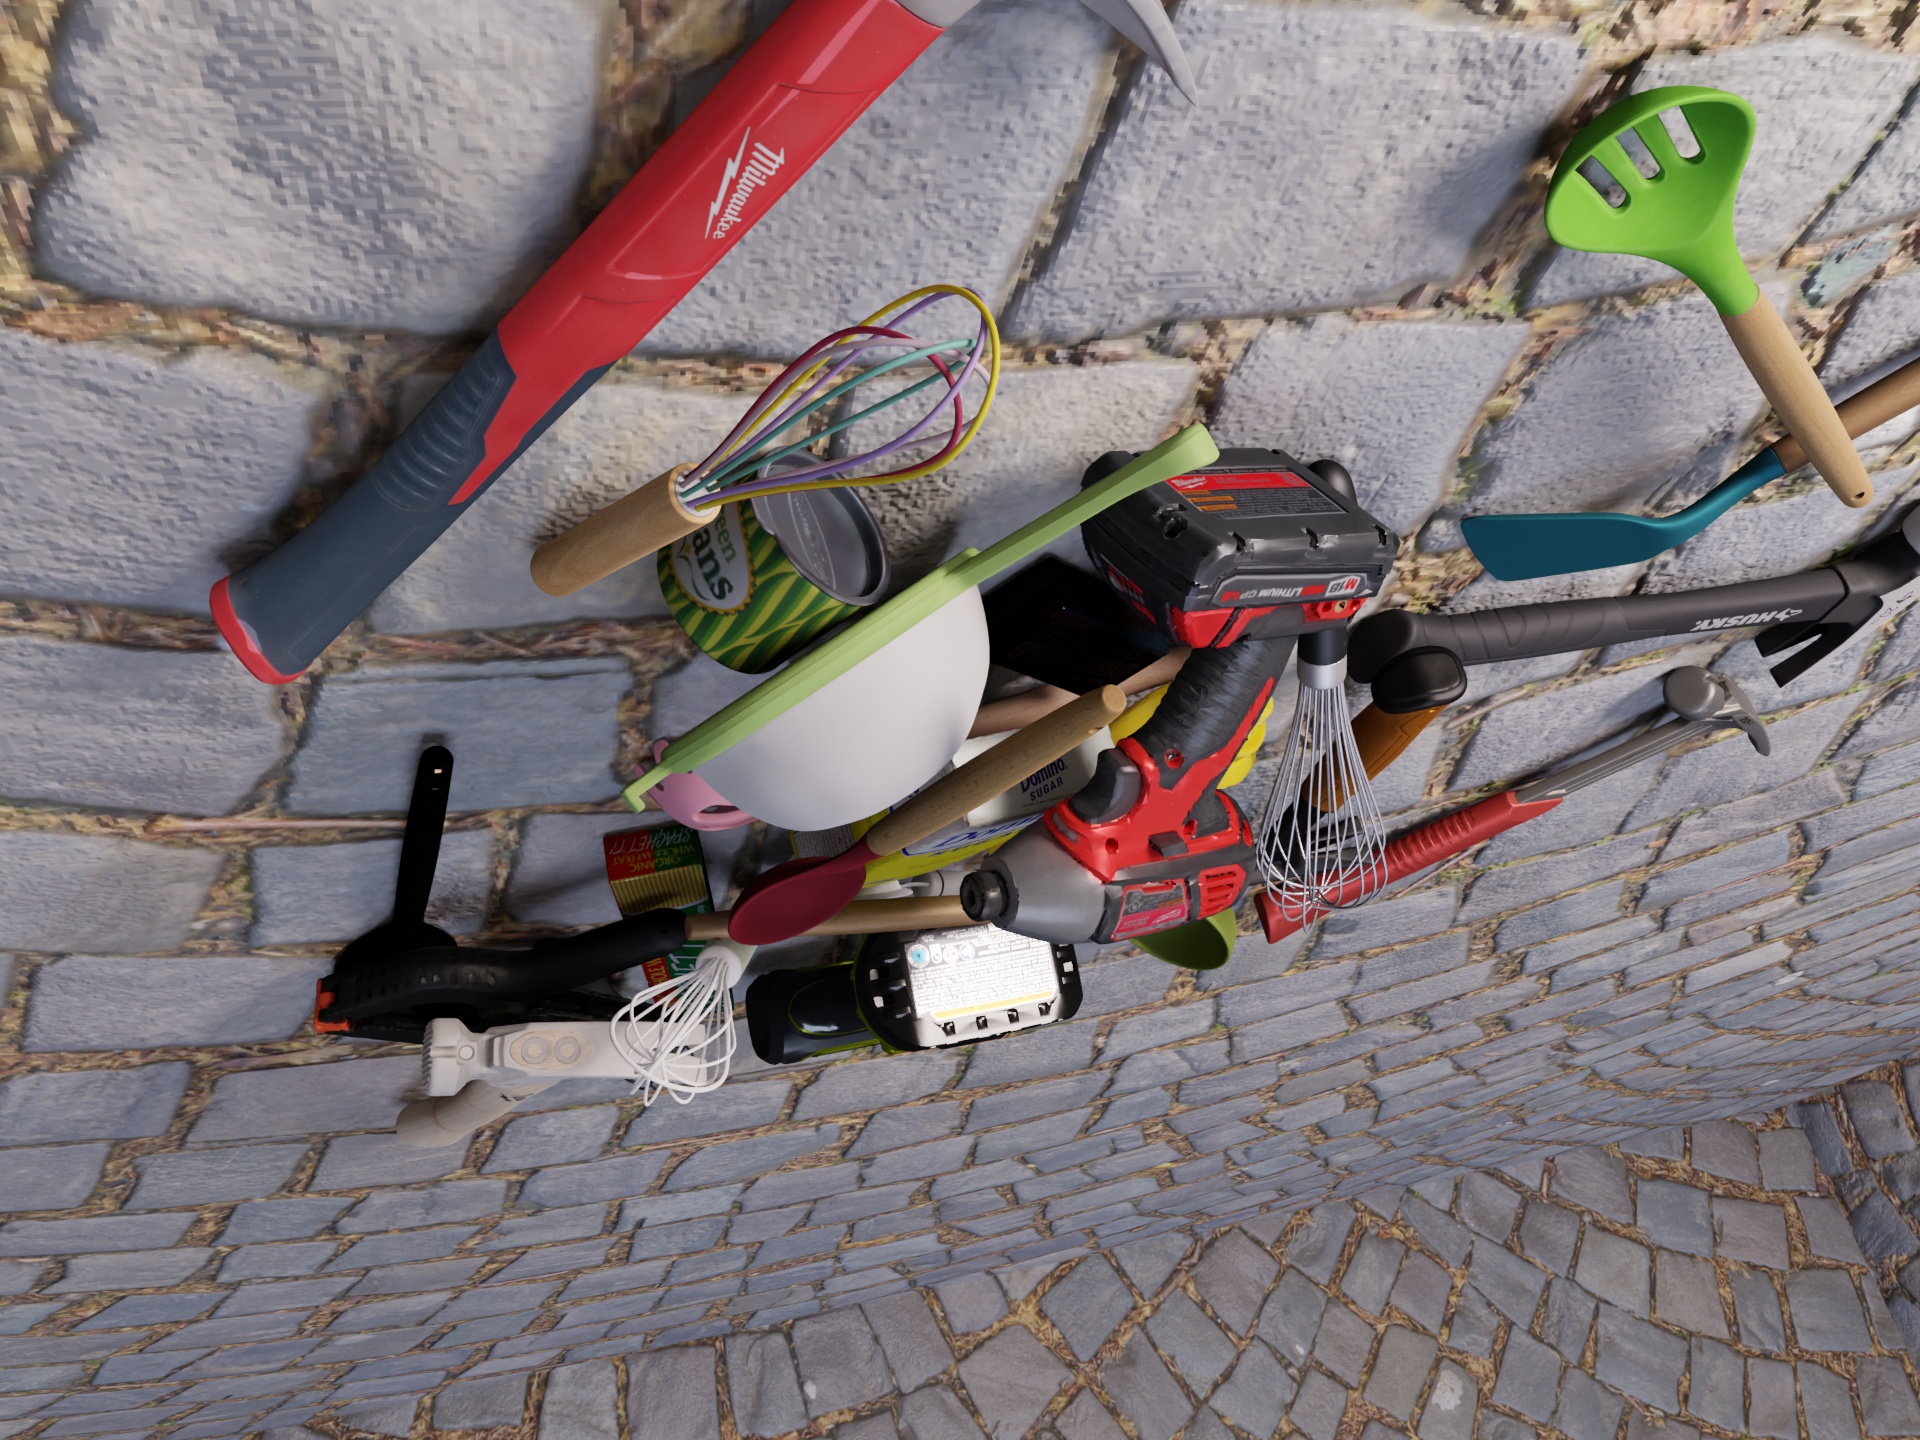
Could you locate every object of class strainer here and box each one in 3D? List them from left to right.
[{"bbox_3d":[-0.026,0.095,0.940,0.087,0.050,0.258,-3,172,40],"label":"strainer"},{"bbox_3d":[0.000,-0.023,0.604,0.256,0.069,0.151,-28,-173,32],"label":"strainer"}]

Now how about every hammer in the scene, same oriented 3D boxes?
[{"bbox_3d":[-0.283,0.232,0.989,0.146,0.038,0.410,5,160,-25],"label":"hammer"},{"bbox_3d":[-0.109,-0.114,0.493,0.386,0.038,0.143,-33,150,33],"label":"hammer"},{"bbox_3d":[0.220,0.035,0.910,0.127,0.034,0.336,-10,160,-8],"label":"hammer"},{"bbox_3d":[0.363,0.070,1.091,0.359,0.037,0.149,-31,149,29],"label":"hammer"},{"bbox_3d":[0.363,-0.052,0.855,0.334,0.035,0.146,-7,152,-14],"label":"hammer"}]

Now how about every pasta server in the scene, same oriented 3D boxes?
[{"bbox_3d":[-0.001,-0.002,0.781,0.316,0.040,0.060,-17,154,-4],"label":"pasta server"}]

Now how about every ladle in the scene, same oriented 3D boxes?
[{"bbox_3d":[-0.023,0.045,0.674,0.069,0.031,0.315,-9,165,-33],"label":"ladle"},{"bbox_3d":[0.009,0.114,0.860,0.320,0.062,0.078,0,161,-26],"label":"ladle"}]

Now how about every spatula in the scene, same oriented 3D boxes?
[{"bbox_3d":[0.385,-0.140,0.712,0.317,0.044,0.082,-31,149,20],"label":"spatula"}]

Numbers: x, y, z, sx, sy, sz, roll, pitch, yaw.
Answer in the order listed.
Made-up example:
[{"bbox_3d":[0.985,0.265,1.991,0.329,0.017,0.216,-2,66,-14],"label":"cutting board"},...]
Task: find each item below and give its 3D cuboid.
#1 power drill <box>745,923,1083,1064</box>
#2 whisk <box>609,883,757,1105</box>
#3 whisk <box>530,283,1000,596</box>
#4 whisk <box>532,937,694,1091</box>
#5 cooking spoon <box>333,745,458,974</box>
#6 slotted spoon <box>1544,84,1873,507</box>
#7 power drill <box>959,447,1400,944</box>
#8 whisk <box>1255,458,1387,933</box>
[{"bbox_3d":[-0.016,0.167,1.005,0.190,0.080,0.228,-6,168,-24],"label":"power drill"},{"bbox_3d":[-0.128,0.131,0.821,0.059,0.246,0.058,29,103,-3],"label":"whisk"},{"bbox_3d":[-0.074,-0.077,0.515,0.245,0.047,0.051,-17,-163,45],"label":"whisk"},{"bbox_3d":[-0.222,0.190,1.019,0.055,0.055,0.238,-15,150,1],"label":"whisk"},{"bbox_3d":[-0.285,0.093,0.826,0.068,0.017,0.318,-2,152,-24],"label":"cooking spoon"},{"bbox_3d":[0.304,-0.149,0.612,0.070,0.031,0.313,-31,144,30],"label":"slotted spoon"},{"bbox_3d":[0.081,0.002,0.663,0.143,0.079,0.219,-7,129,-32],"label":"power drill"},{"bbox_3d":[0.172,-0.004,0.758,0.070,0.070,0.284,-13,131,-3],"label":"whisk"}]
